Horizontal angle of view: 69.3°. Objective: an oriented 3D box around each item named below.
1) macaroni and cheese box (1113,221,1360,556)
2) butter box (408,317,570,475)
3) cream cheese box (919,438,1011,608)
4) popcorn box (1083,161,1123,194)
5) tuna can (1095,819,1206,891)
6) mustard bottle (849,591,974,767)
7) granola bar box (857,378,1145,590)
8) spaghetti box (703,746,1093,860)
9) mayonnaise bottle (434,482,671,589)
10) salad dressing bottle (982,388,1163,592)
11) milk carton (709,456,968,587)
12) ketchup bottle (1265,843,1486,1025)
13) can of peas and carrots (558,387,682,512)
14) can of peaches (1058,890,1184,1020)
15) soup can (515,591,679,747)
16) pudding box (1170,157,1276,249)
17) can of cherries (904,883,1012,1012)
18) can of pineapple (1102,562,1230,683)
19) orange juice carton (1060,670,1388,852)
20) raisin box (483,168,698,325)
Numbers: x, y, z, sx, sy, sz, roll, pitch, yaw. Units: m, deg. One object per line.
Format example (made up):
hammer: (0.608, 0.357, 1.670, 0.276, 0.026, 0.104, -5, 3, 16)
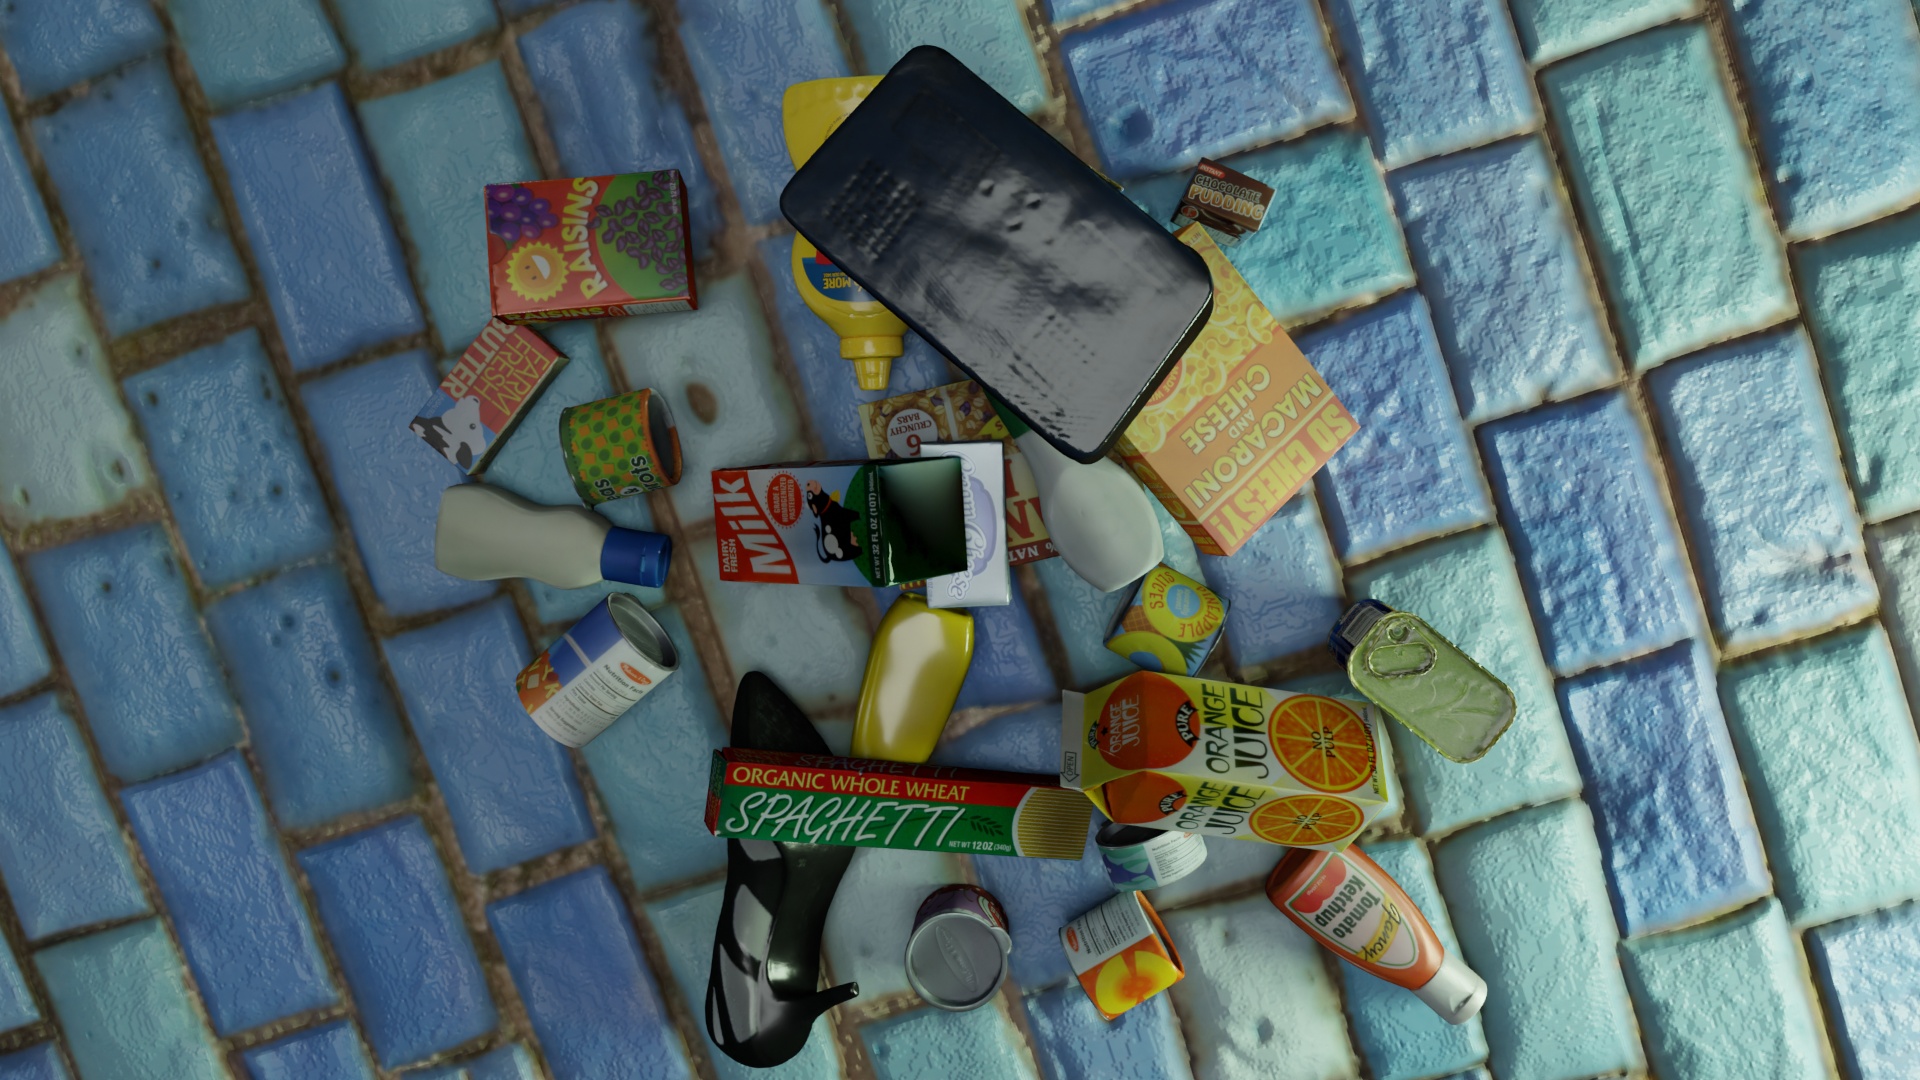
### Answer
macaroni and cheese box: (0.149, -0.092, 0.858, 0.124, 0.040, 0.166, -43, 101, -9)
butter box: (-0.311, -0.098, 0.918, 0.053, 0.024, 0.103, 39, 97, -1)
cream cheese box: (0.003, -0.011, 0.866, 0.053, 0.024, 0.103, -3, 96, 2)
popcorn box: (0.049, -0.169, 0.858, 0.038, 0.085, 0.126, 37, 97, 3)
tuna can: (0.122, 0.197, 0.899, 0.071, 0.071, 0.033, -20, 95, 5)
mustard bottle: (-0.040, 0.116, 0.908, 0.065, 0.049, 0.160, 19, 97, -3)
granola bar box: (0.029, -0.046, 0.894, 0.165, 0.039, 0.124, -13, 94, 4)
spaghetti box: (-0.034, 0.168, 0.877, 0.250, 0.029, 0.050, 8, 96, -20)
mayonnaise bottle: (-0.268, 0.003, 0.917, 0.148, 0.041, 0.064, 9, 98, 2)
salad dressing bottle: (0.068, -0.041, 0.850, 0.064, 0.044, 0.147, -32, 92, 6)
milk carton: (-0.091, -0.013, 0.864, 0.190, 0.074, 0.072, 0, 96, 41)
ketchup bottle: (0.274, 0.254, 0.905, 0.149, 0.043, 0.064, 40, 96, -1)
can of peas and carrots: (-0.217, -0.058, 0.894, 0.059, 0.071, 0.071, -14, 95, 4)
can of peaches: (0.106, 0.270, 0.906, 0.058, 0.071, 0.071, -32, 93, 6)
soup can: (-0.238, 0.084, 0.911, 0.083, 0.071, 0.071, -40, 92, 7)
pudding box: (0.159, -0.204, 0.849, 0.050, 0.084, 0.030, 24, 96, 2)
can of cherries: (0.001, 0.266, 0.915, 0.071, 0.058, 0.071, 0, 95, 4)
can of pineapple: (0.131, 0.052, 0.882, 0.058, 0.071, 0.071, 29, 97, 1)
orange juice carton: (0.156, 0.135, 0.860, 0.193, 0.072, 0.072, 9, 51, -6)
raisin box: (-0.235, -0.186, 0.885, 0.123, 0.040, 0.086, -5, 88, -3)
